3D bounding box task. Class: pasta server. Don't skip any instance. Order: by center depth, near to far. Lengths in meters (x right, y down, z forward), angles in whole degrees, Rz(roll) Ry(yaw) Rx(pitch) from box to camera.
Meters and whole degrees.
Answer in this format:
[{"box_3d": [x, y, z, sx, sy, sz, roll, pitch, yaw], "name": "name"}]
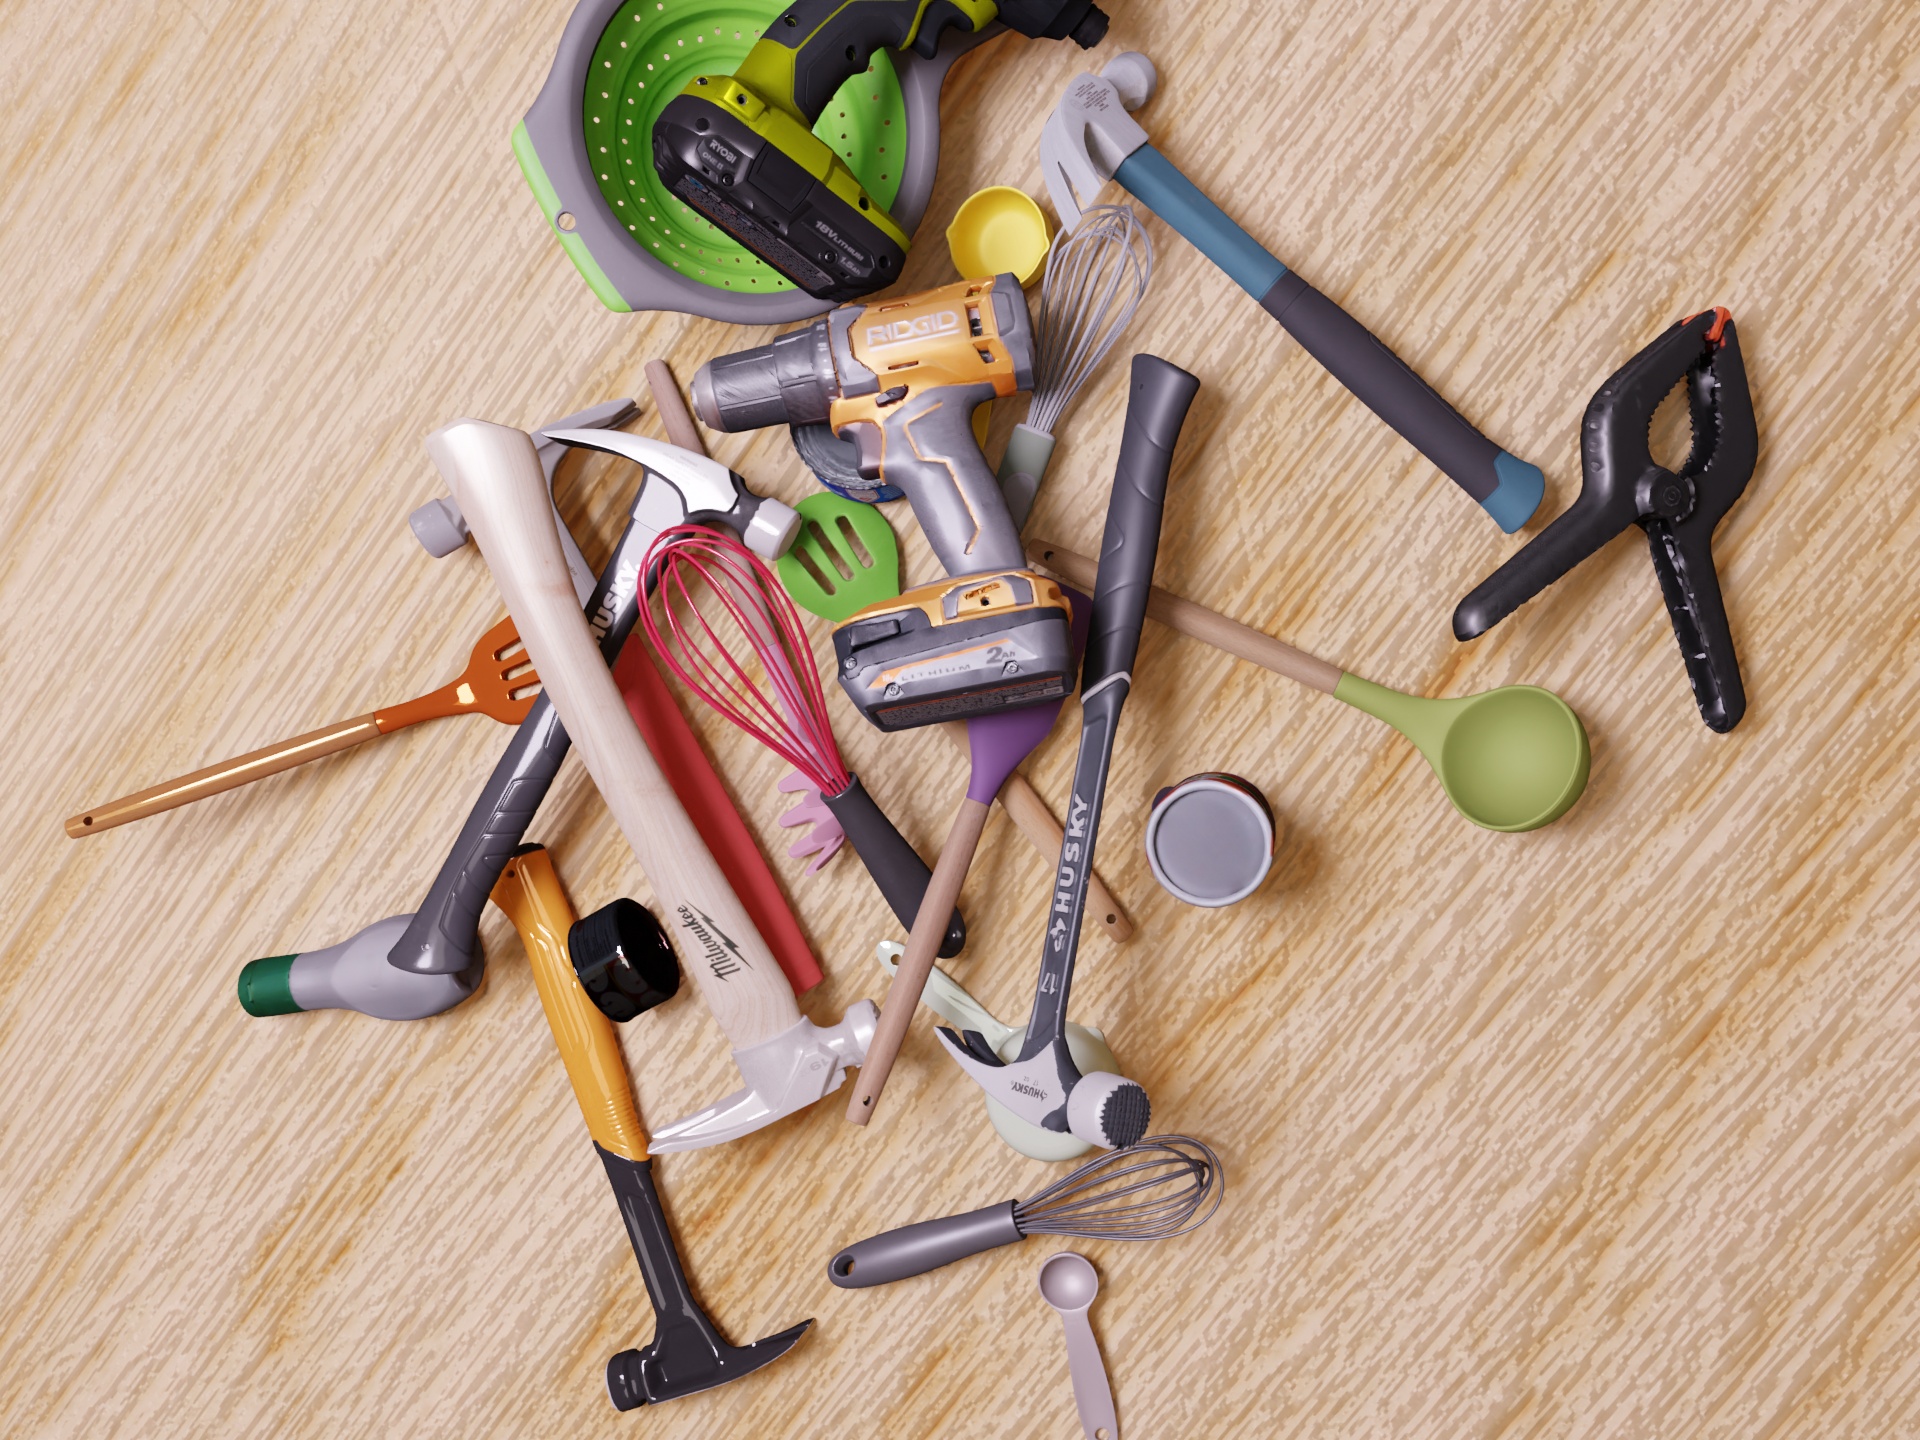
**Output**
[{"box_3d": [-0.127, -0.064, 0.921, 0.040, 0.060, 0.316, -20, 83, -23], "name": "pasta server"}]

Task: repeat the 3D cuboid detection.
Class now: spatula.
[{"box_3d": [-0.002, 0.068, 0.870, 0.059, 0.018, 0.316, 22, 82, -12], "name": "spatula"}, {"box_3d": [-0.372, 0.008, 0.946, 0.322, 0.041, 0.081, -20, 87, -8], "name": "spatula"}]

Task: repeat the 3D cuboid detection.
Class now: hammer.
[{"box_3d": [0.070, 0.004, 0.832, 0.149, 0.036, 0.409, 1, 78, 55], "name": "hammer"}, {"box_3d": [0.176, -0.220, 0.836, 0.331, 0.128, 0.033, 42, 141, 2], "name": "hammer"}, {"box_3d": [-0.186, 0.035, 0.856, 0.146, 0.038, 0.410, -25, 98, 0], "name": "hammer"}, {"box_3d": [-0.231, -0.006, 0.890, 0.146, 0.035, 0.335, 29, 93, 3], "name": "hammer"}, {"box_3d": [-0.171, -0.004, 0.925, 0.149, 0.036, 0.359, -30, 87, -2], "name": "hammer"}, {"box_3d": [-0.201, 0.230, 0.940, 0.127, 0.034, 0.337, -22, 86, 12], "name": "hammer"}]

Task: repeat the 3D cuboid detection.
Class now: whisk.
[{"box_3d": [-0.075, 0.020, 0.846, 0.073, 0.073, 0.295, -28, 115, 11], "name": "whisk"}, {"box_3d": [0.045, -0.167, 0.881, 0.057, 0.059, 0.246, 18, 99, -17], "name": "whisk"}, {"box_3d": [0.032, 0.282, 0.889, 0.239, 0.055, 0.055, -20, 87, 16], "name": "whisk"}]

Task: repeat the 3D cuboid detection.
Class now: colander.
[{"box_3d": [-0.050, -0.359, 0.882, 0.397, 0.094, 0.204, -31, 104, -8], "name": "colander"}]

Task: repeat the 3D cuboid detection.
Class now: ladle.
[{"box_3d": [0.177, -0.032, 0.850, 0.320, 0.062, 0.078, 25, 93, 13], "name": "ladle"}]

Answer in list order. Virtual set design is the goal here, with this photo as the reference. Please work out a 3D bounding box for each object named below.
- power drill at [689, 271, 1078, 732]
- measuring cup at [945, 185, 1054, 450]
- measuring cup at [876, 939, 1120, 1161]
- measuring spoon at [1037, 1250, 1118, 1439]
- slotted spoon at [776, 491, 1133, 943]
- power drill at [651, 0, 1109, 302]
[{"box_3d": [-0.039, -0.112, 0.827, 0.185, 0.084, 0.226, -11, 77, 4], "name": "power drill"}, {"box_3d": [0.018, -0.220, 0.899, 0.062, 0.029, 0.156, 14, 105, 20], "name": "measuring cup"}, {"box_3d": [0.015, 0.180, 0.892, 0.167, 0.038, 0.083, 38, 98, 7], "name": "measuring cup"}, {"box_3d": [0.071, 0.357, 0.899, 0.034, 0.018, 0.124, -11, 95, 10], "name": "measuring spoon"}, {"box_3d": [-0.001, -0.003, 0.901, 0.070, 0.031, 0.314, -38, 85, 3], "name": "slotted spoon"}, {"box_3d": [-0.037, -0.332, 0.801, 0.171, 0.080, 0.223, 33, 87, -20], "name": "power drill"}]
